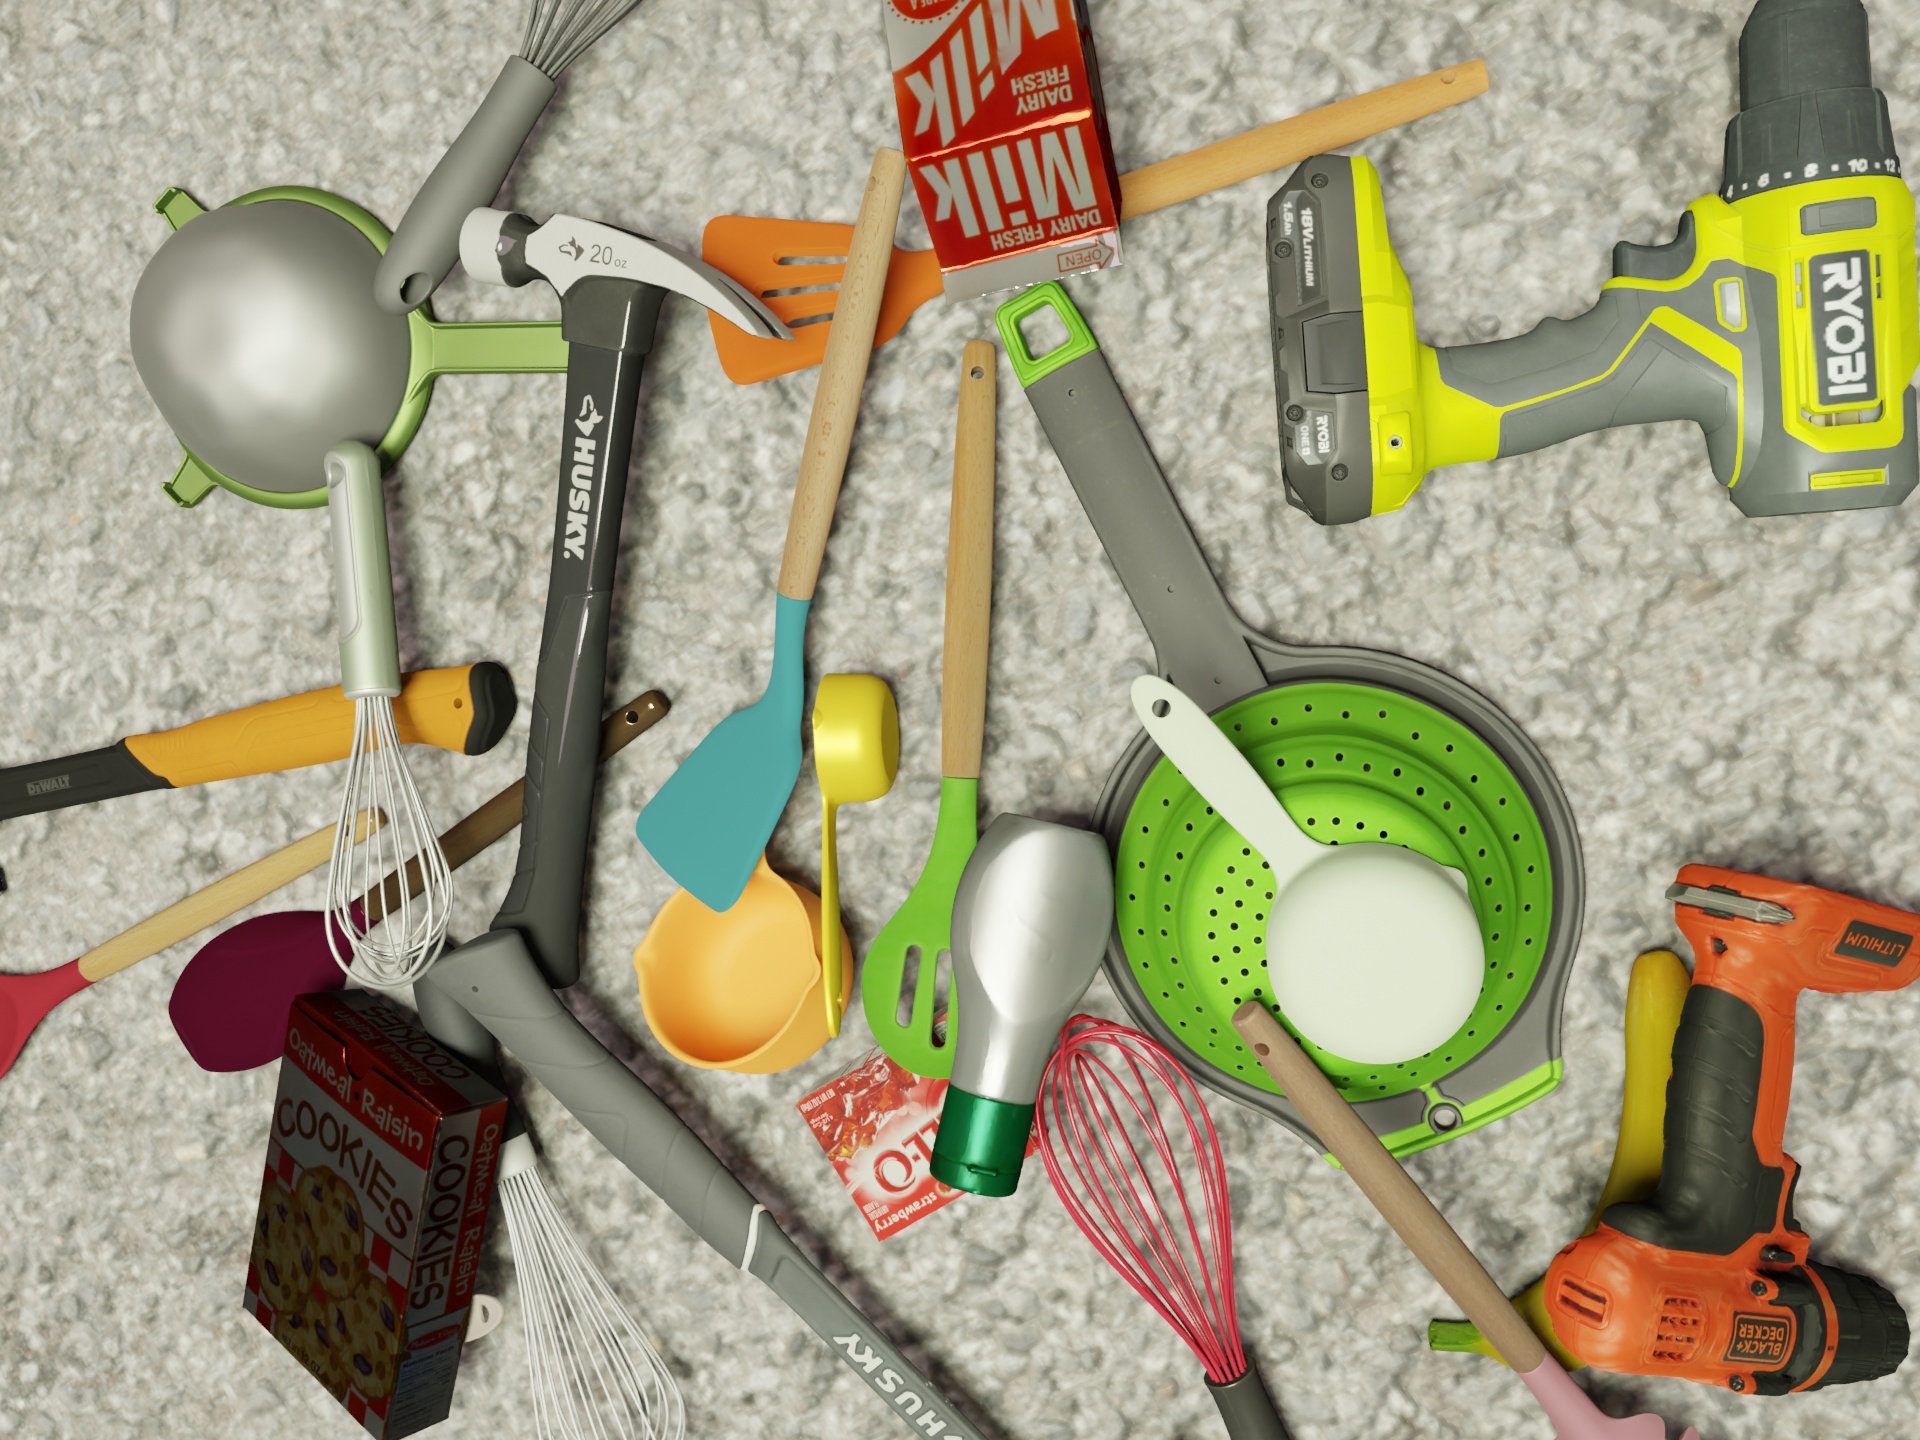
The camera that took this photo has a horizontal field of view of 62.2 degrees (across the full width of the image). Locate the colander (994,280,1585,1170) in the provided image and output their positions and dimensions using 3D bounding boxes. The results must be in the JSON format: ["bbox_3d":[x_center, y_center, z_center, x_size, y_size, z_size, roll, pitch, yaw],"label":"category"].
[{"bbox_3d":[0.108,0.001,0.630,0.204,0.094,0.397,-27,89,14],"label":"colander"}]

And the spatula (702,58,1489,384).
[{"bbox_3d":[0.049,-0.211,0.647,0.322,0.041,0.081,-14,75,16],"label":"spatula"}]

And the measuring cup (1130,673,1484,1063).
[{"bbox_3d":[0.116,0.050,0.562,0.083,0.038,0.167,-42,88,13],"label":"measuring cup"}]

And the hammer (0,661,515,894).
[{"bbox_3d":[-0.374,0.008,0.774,0.337,0.034,0.127,-10,94,14],"label":"hammer"}]

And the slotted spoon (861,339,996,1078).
[{"bbox_3d":[-0.001,-0.002,0.669,0.070,0.031,0.314,3,91,2],"label":"slotted spoon"}]

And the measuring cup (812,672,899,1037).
[{"bbox_3d":[-0.042,0.054,0.669,0.029,0.062,0.157,-4,71,8],"label":"measuring cup"}]

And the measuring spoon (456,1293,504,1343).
[{"bbox_3d":[-0.250,0.289,0.761,0.124,0.018,0.034,-26,76,35],"label":"measuring spoon"}]

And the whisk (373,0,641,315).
[{"bbox_3d":[-0.184,-0.277,0.679,0.055,0.055,0.239,31,91,8],"label":"whisk"}]

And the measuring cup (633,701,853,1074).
[{"bbox_3d":[-0.084,0.071,0.710,0.095,0.052,0.174,0,70,26],"label":"measuring cup"}]

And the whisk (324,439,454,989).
[{"bbox_3d":[-0.261,-0.004,0.707,0.058,0.059,0.246,-10,84,40],"label":"whisk"}]

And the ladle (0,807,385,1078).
[{"bbox_3d":[-0.418,0.113,0.798,0.315,0.031,0.069,-26,89,12],"label":"ladle"}]

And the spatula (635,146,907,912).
[{"bbox_3d":[-0.072,-0.076,0.661,0.082,0.044,0.317,33,116,43],"label":"spatula"}]

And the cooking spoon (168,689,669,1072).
[{"bbox_3d":[-0.264,0.076,0.762,0.319,0.017,0.069,-34,87,14],"label":"cooking spoon"}]

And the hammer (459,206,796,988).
[{"bbox_3d":[-0.161,-0.041,0.687,0.146,0.035,0.334,14,105,19],"label":"hammer"}]

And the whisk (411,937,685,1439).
[{"bbox_3d":[-0.200,0.235,0.747,0.070,0.070,0.285,-25,84,14],"label":"whisk"}]

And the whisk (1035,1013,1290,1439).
[{"bbox_3d":[0.107,0.258,0.675,0.073,0.073,0.296,-23,95,14],"label":"whisk"}]

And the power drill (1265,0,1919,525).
[{"bbox_3d":[0.233,-0.166,0.597,0.228,0.080,0.190,-4,94,11],"label":"power drill"}]

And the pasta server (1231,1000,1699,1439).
[{"bbox_3d":[0.203,0.221,0.612,0.060,0.040,0.316,-34,103,28],"label":"pasta server"}]

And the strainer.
[{"bbox_3d":[-0.273,-0.170,0.715,0.256,0.069,0.151,3,96,14],"label":"strainer"}]

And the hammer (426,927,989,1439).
[{"bbox_3d":[-0.080,0.244,0.700,0.409,0.036,0.149,45,111,0],"label":"hammer"}]
